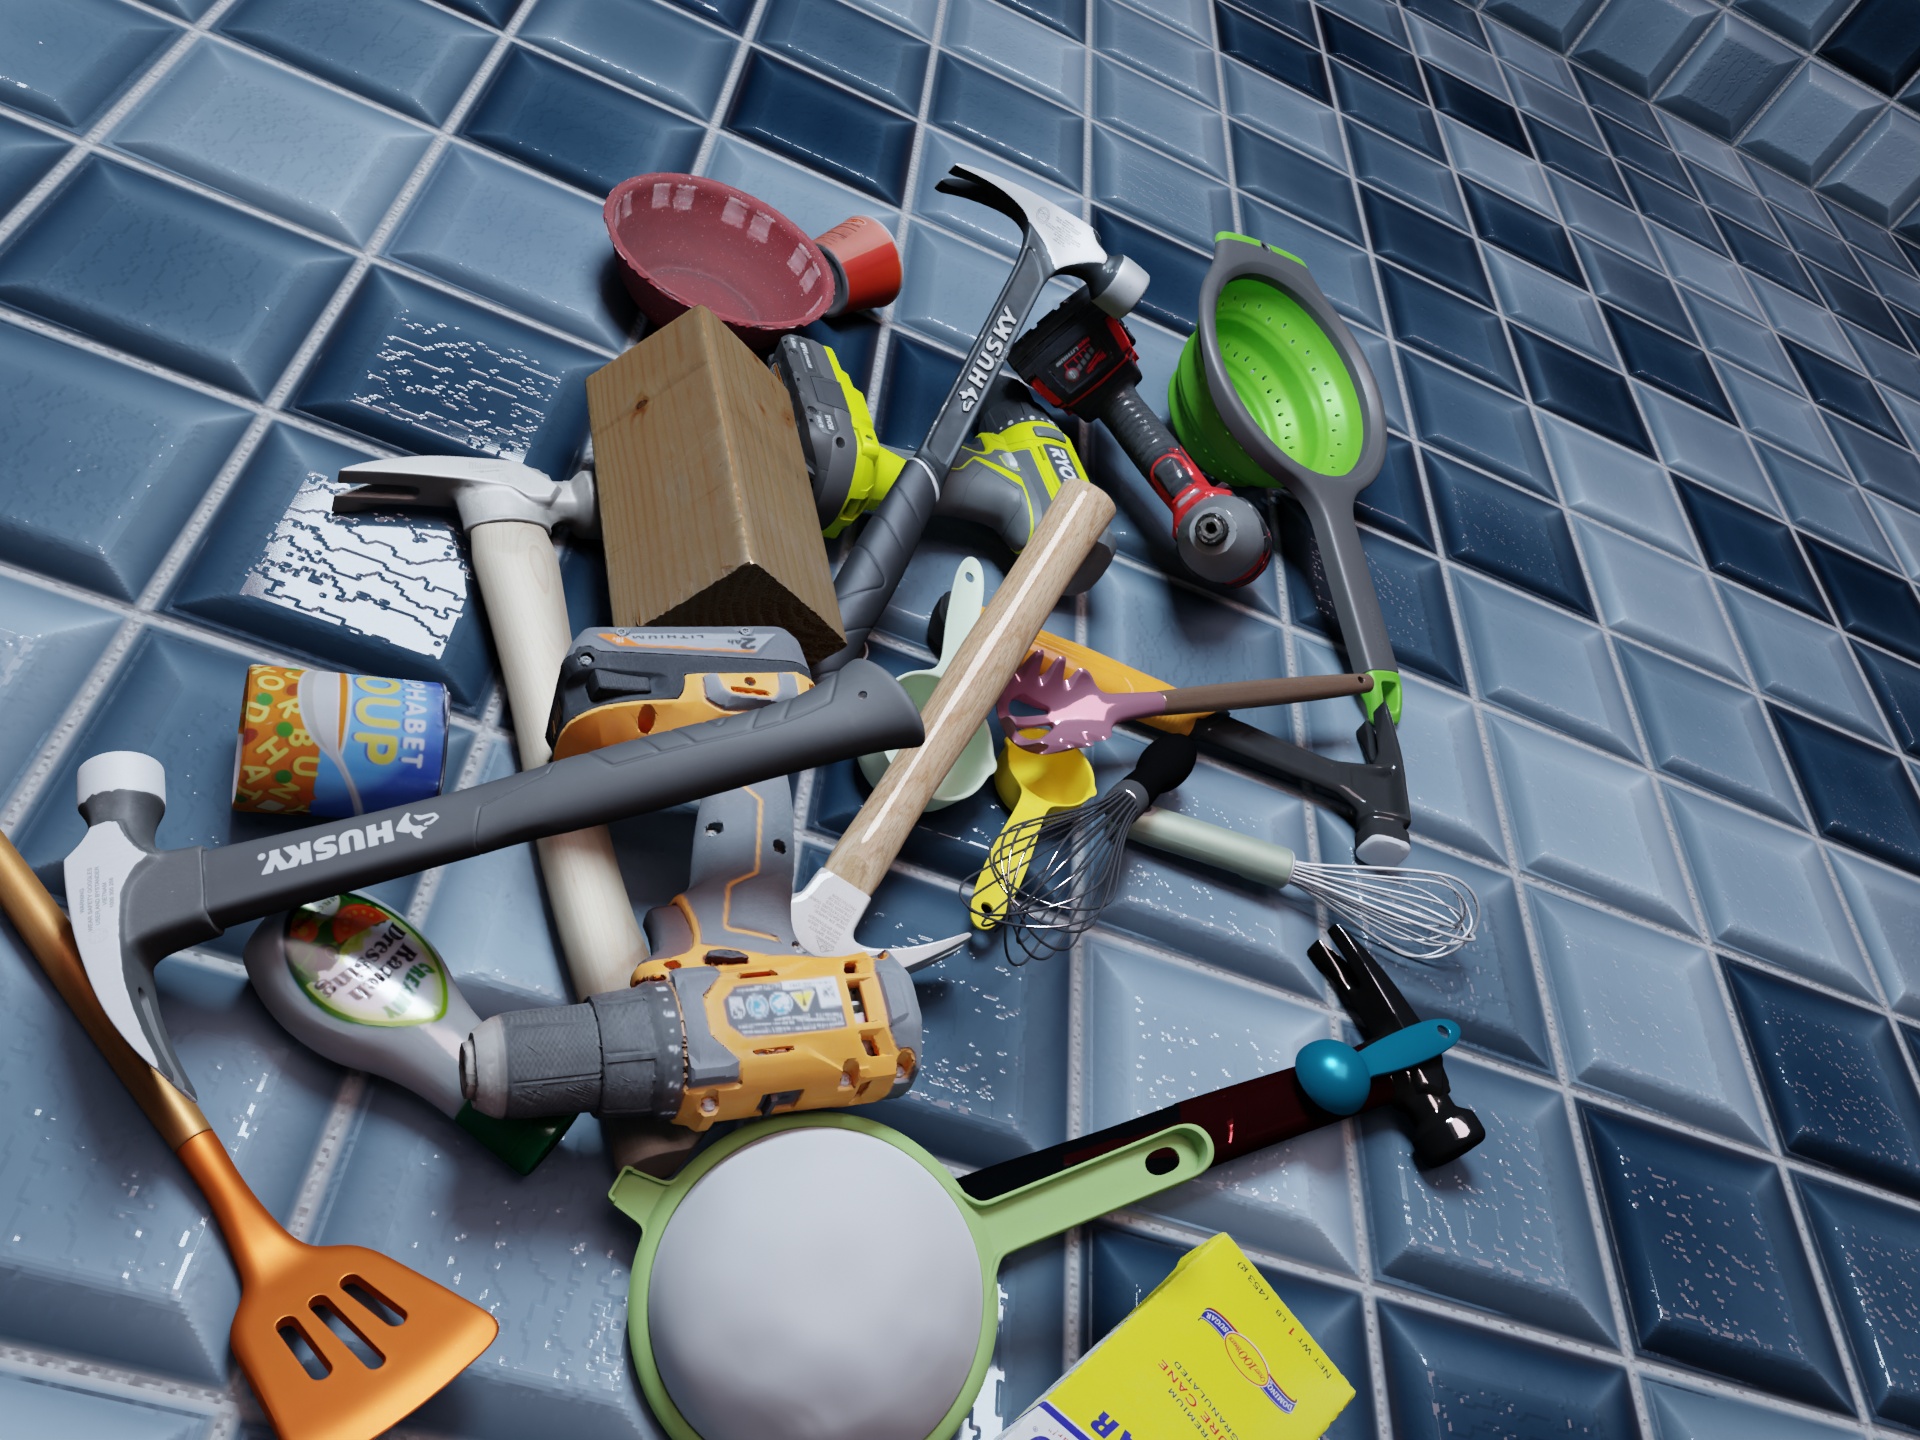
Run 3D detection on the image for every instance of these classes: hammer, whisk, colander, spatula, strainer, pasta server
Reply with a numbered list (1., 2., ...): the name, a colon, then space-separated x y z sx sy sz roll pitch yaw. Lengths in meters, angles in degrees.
1. hammer: -0.001 -0.003 0.843 0.130 0.031 0.331 33 64 -1
2. whisk: 0.201 0.092 0.954 0.246 0.059 0.058 18 19 -10
3. colander: 0.243 -0.171 1.204 0.204 0.094 0.397 4 67 -39
4. hammer: 0.137 -0.012 1.018 0.336 0.034 0.127 21 44 -13
5. hammer: -0.177 0.040 0.634 0.334 0.035 0.146 -15 58 -9
6. spatula: -0.303 0.137 0.604 0.323 0.041 0.081 46 44 15
7. whisk: 0.077 0.054 0.852 0.070 0.070 0.284 41 28 8
8. strainer: -0.005 0.209 0.636 0.256 0.069 0.152 -16 69 -17
9. hammer: 0.100 0.198 0.797 0.386 0.038 0.143 -7 54 -36
10. hammer: -0.204 0.026 0.772 0.146 0.038 0.411 -1 53 -31
11. pasta server: 0.146 -0.015 0.974 0.316 0.040 0.060 -5 70 -34
12. hammer: -0.018 -0.160 0.943 0.149 0.036 0.409 33 65 -17

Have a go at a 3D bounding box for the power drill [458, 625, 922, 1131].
1. power drill: -0.129 0.068 0.692 0.185 0.084 0.226 -2 55 -25

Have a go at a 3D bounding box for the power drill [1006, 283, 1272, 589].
1. power drill: 0.132 -0.187 1.097 0.220 0.078 0.143 54 13 9

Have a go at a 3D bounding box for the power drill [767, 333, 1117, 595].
1. power drill: -0.020 -0.177 1.045 0.228 0.080 0.191 8 44 -29

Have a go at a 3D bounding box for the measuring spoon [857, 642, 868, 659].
1. measuring spoon: -0.102 -0.068 0.941 0.034 0.018 0.124 -25 60 -42

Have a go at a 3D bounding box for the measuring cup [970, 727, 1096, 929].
1. measuring cup: 0.030 0.065 0.888 0.062 0.029 0.157 31 45 -3

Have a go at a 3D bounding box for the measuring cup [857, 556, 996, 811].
1. measuring cup: -0.015 -0.023 0.907 0.083 0.038 0.168 29 52 -23

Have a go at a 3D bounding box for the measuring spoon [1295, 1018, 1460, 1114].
1. measuring spoon: 0.231 0.176 0.852 0.128 0.021 0.042 -10 55 -36
